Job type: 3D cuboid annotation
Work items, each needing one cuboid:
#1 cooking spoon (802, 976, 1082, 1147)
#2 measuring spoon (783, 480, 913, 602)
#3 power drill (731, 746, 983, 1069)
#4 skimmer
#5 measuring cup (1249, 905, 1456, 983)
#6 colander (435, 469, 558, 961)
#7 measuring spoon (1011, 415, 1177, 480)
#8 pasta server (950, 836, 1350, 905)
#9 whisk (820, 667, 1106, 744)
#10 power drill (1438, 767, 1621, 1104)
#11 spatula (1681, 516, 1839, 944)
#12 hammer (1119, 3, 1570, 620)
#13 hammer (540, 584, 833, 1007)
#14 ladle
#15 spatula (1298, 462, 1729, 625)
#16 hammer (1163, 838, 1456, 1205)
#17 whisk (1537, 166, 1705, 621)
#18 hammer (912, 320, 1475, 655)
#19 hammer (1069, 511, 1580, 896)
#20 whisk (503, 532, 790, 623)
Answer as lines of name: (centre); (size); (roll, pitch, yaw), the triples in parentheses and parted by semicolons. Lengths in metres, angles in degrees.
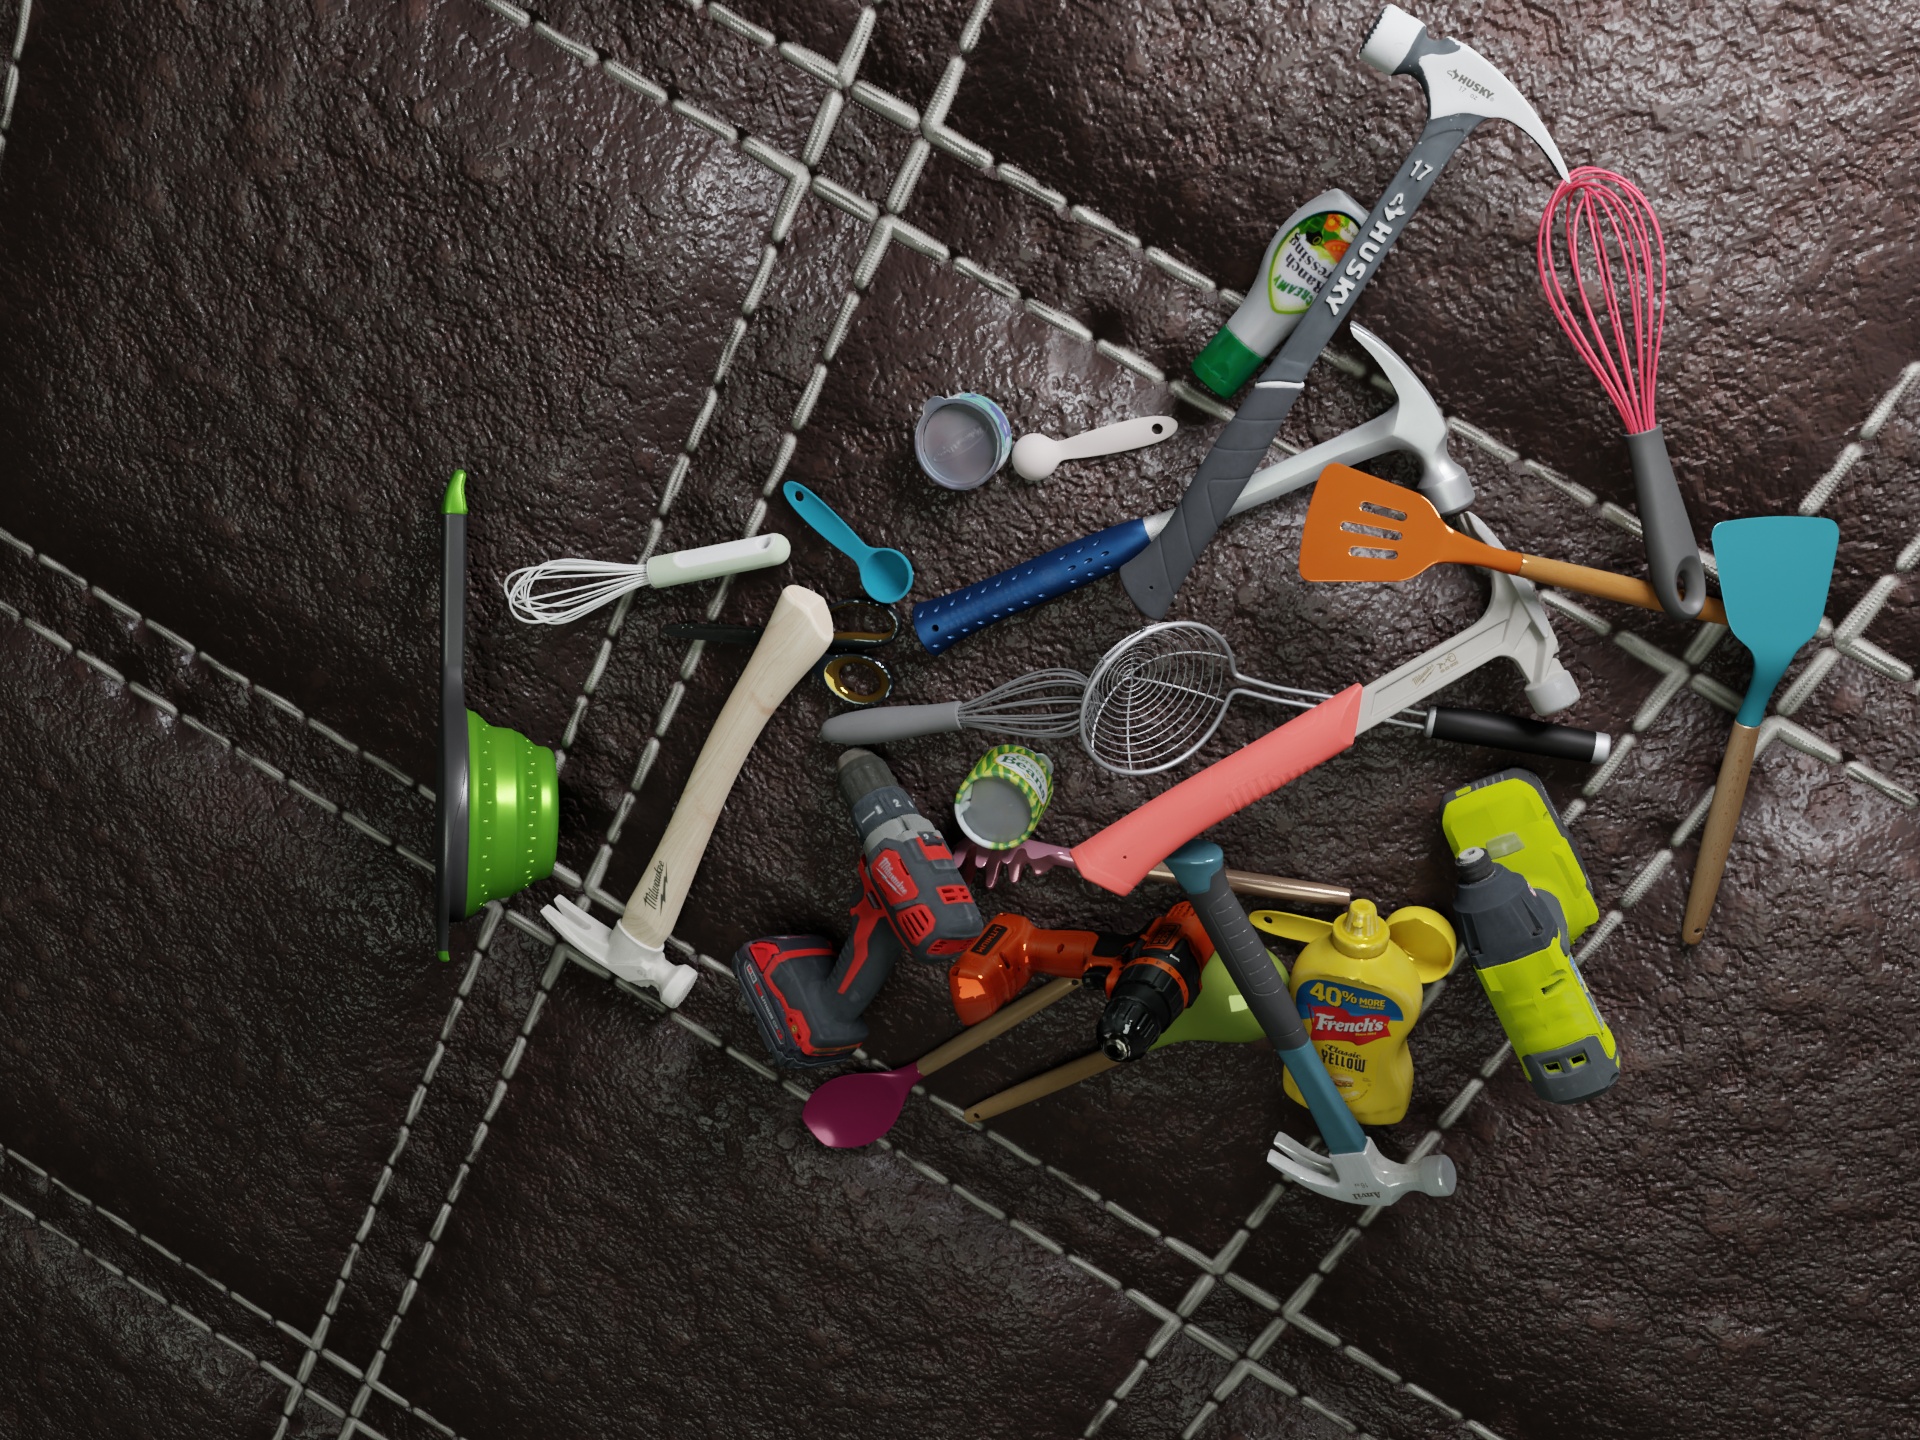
cooking spoon: (-0.014, 0.285, 1.354); (0.319, 0.017, 0.068); (-35, 98, 25)
measuring spoon: (-0.085, -0.141, 1.219); (0.128, 0.021, 0.042); (43, 115, 8)
power drill: (-0.091, 0.151, 1.272); (0.226, 0.080, 0.188); (-50, 56, 31)
skimmer: (0.269, 0.006, 1.123); (0.363, 0.090, 0.127); (10, 123, 12)
measuring cup: (0.299, 0.159, 1.215); (0.156, 0.029, 0.062); (9, 120, 26)
colander: (-0.381, -0.004, 1.312); (0.094, 0.204, 0.397); (1, 96, -19)
measuring spoon: (0.094, -0.198, 1.139); (0.124, 0.018, 0.034); (-10, 106, 19)
pasta server: (0.141, 0.123, 1.236); (0.316, 0.060, 0.040); (7, 69, 12)
whisk: (-0.002, -0.003, 1.228); (0.239, 0.055, 0.055); (-7, 108, 23)
power drill: (0.374, 0.126, 1.064); (0.080, 0.223, 0.171); (-24, 102, 23)
spatula: (0.524, 0.017, 1.077); (0.082, 0.044, 0.317); (-2, 120, -2)
hammer: (0.223, -0.233, 1.034); (0.149, 0.036, 0.408); (29, 118, -4)
hammer: (-0.218, 0.056, 1.308); (0.146, 0.038, 0.410); (32, 118, 4)
ladle: (0.128, 0.267, 1.299); (0.320, 0.062, 0.078); (-31, 96, 31)
spatula: (0.389, -0.098, 1.055); (0.322, 0.041, 0.081); (13, 92, -5)
hammer: (0.240, 0.226, 1.171); (0.128, 0.033, 0.331); (-19, 109, 36)
whisk: (0.426, -0.202, 1.006); (0.073, 0.073, 0.295); (-15, 102, 21)
hammer: (0.143, -0.143, 1.136); (0.405, 0.035, 0.144); (-22, 103, 23)
hammer: (0.232, 0.006, 1.085); (0.359, 0.037, 0.149); (-30, 90, 1)
whisk: (-0.250, -0.116, 1.259); (0.246, 0.058, 0.059); (-9, 142, 15)
